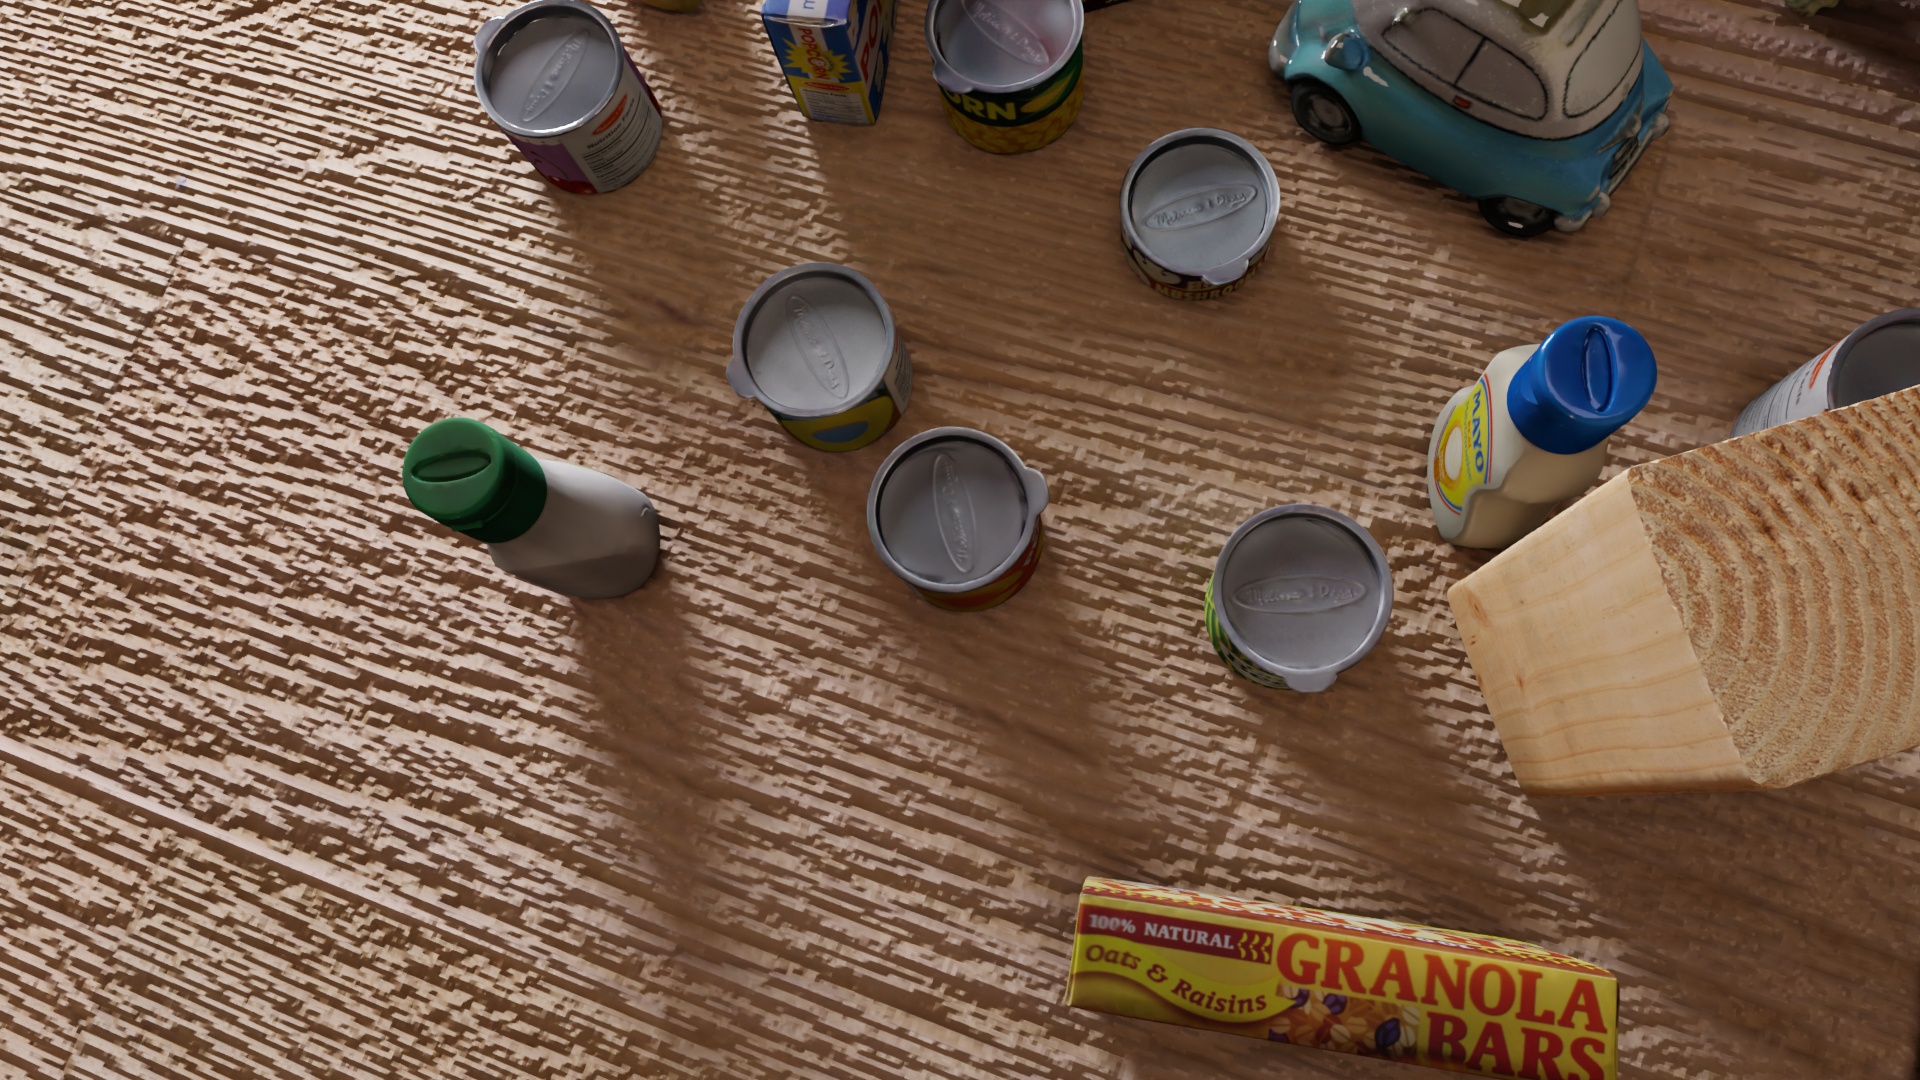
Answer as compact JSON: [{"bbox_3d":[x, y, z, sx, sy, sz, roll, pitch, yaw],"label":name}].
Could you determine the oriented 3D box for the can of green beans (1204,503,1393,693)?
[{"bbox_3d":[0.130,0.024,0.542,0.071,0.057,0.071,-1,78,6],"label":"can of green beans"}]

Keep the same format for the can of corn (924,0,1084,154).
[{"bbox_3d":[0.019,-0.208,0.603,0.071,0.058,0.071,-1,78,6],"label":"can of corn"}]

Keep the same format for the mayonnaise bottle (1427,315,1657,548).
[{"bbox_3d":[0.205,-0.039,0.502,0.041,0.148,0.065,1,79,6],"label":"mayonnaise bottle"}]

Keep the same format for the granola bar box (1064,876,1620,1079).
[{"bbox_3d":[0.122,0.149,0.483,0.165,0.124,0.039,7,80,7],"label":"granola bar box"}]

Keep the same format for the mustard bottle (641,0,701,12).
[{"bbox_3d":[-0.146,-0.287,0.585,0.065,0.160,0.049,27,83,11],"label":"mustard bottle"}]

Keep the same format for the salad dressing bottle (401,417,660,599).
[{"bbox_3d":[-0.161,-0.010,0.534,0.064,0.147,0.044,-9,78,4],"label":"salad dressing bottle"}]

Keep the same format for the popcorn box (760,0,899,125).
[{"bbox_3d":[-0.050,-0.259,0.607,0.038,0.085,0.127,7,79,8],"label":"popcorn box"}]

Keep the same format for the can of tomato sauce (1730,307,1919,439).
[{"bbox_3d":[0.341,-0.040,0.521,0.071,0.083,0.071,-1,78,6],"label":"can of tomato sauce"}]

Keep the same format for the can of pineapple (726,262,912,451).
[{"bbox_3d":[-0.058,-0.075,0.583,0.071,0.057,0.071,-1,78,6],"label":"can of pineapple"}]

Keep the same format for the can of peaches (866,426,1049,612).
[{"bbox_3d":[0.002,-0.007,0.562,0.071,0.058,0.071,-1,78,6],"label":"can of peaches"}]

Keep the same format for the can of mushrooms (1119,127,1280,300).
[{"bbox_3d":[0.102,-0.136,0.592,0.071,0.033,0.071,-1,78,6],"label":"can of mushrooms"}]

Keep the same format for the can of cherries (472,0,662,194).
[{"bbox_3d":[-0.175,-0.198,0.621,0.071,0.058,0.071,-1,78,6],"label":"can of cherries"}]

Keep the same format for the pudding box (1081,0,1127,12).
[{"bbox_3d":[0.068,-0.263,0.614,0.084,0.049,0.030,-14,77,3],"label":"pudding box"}]
